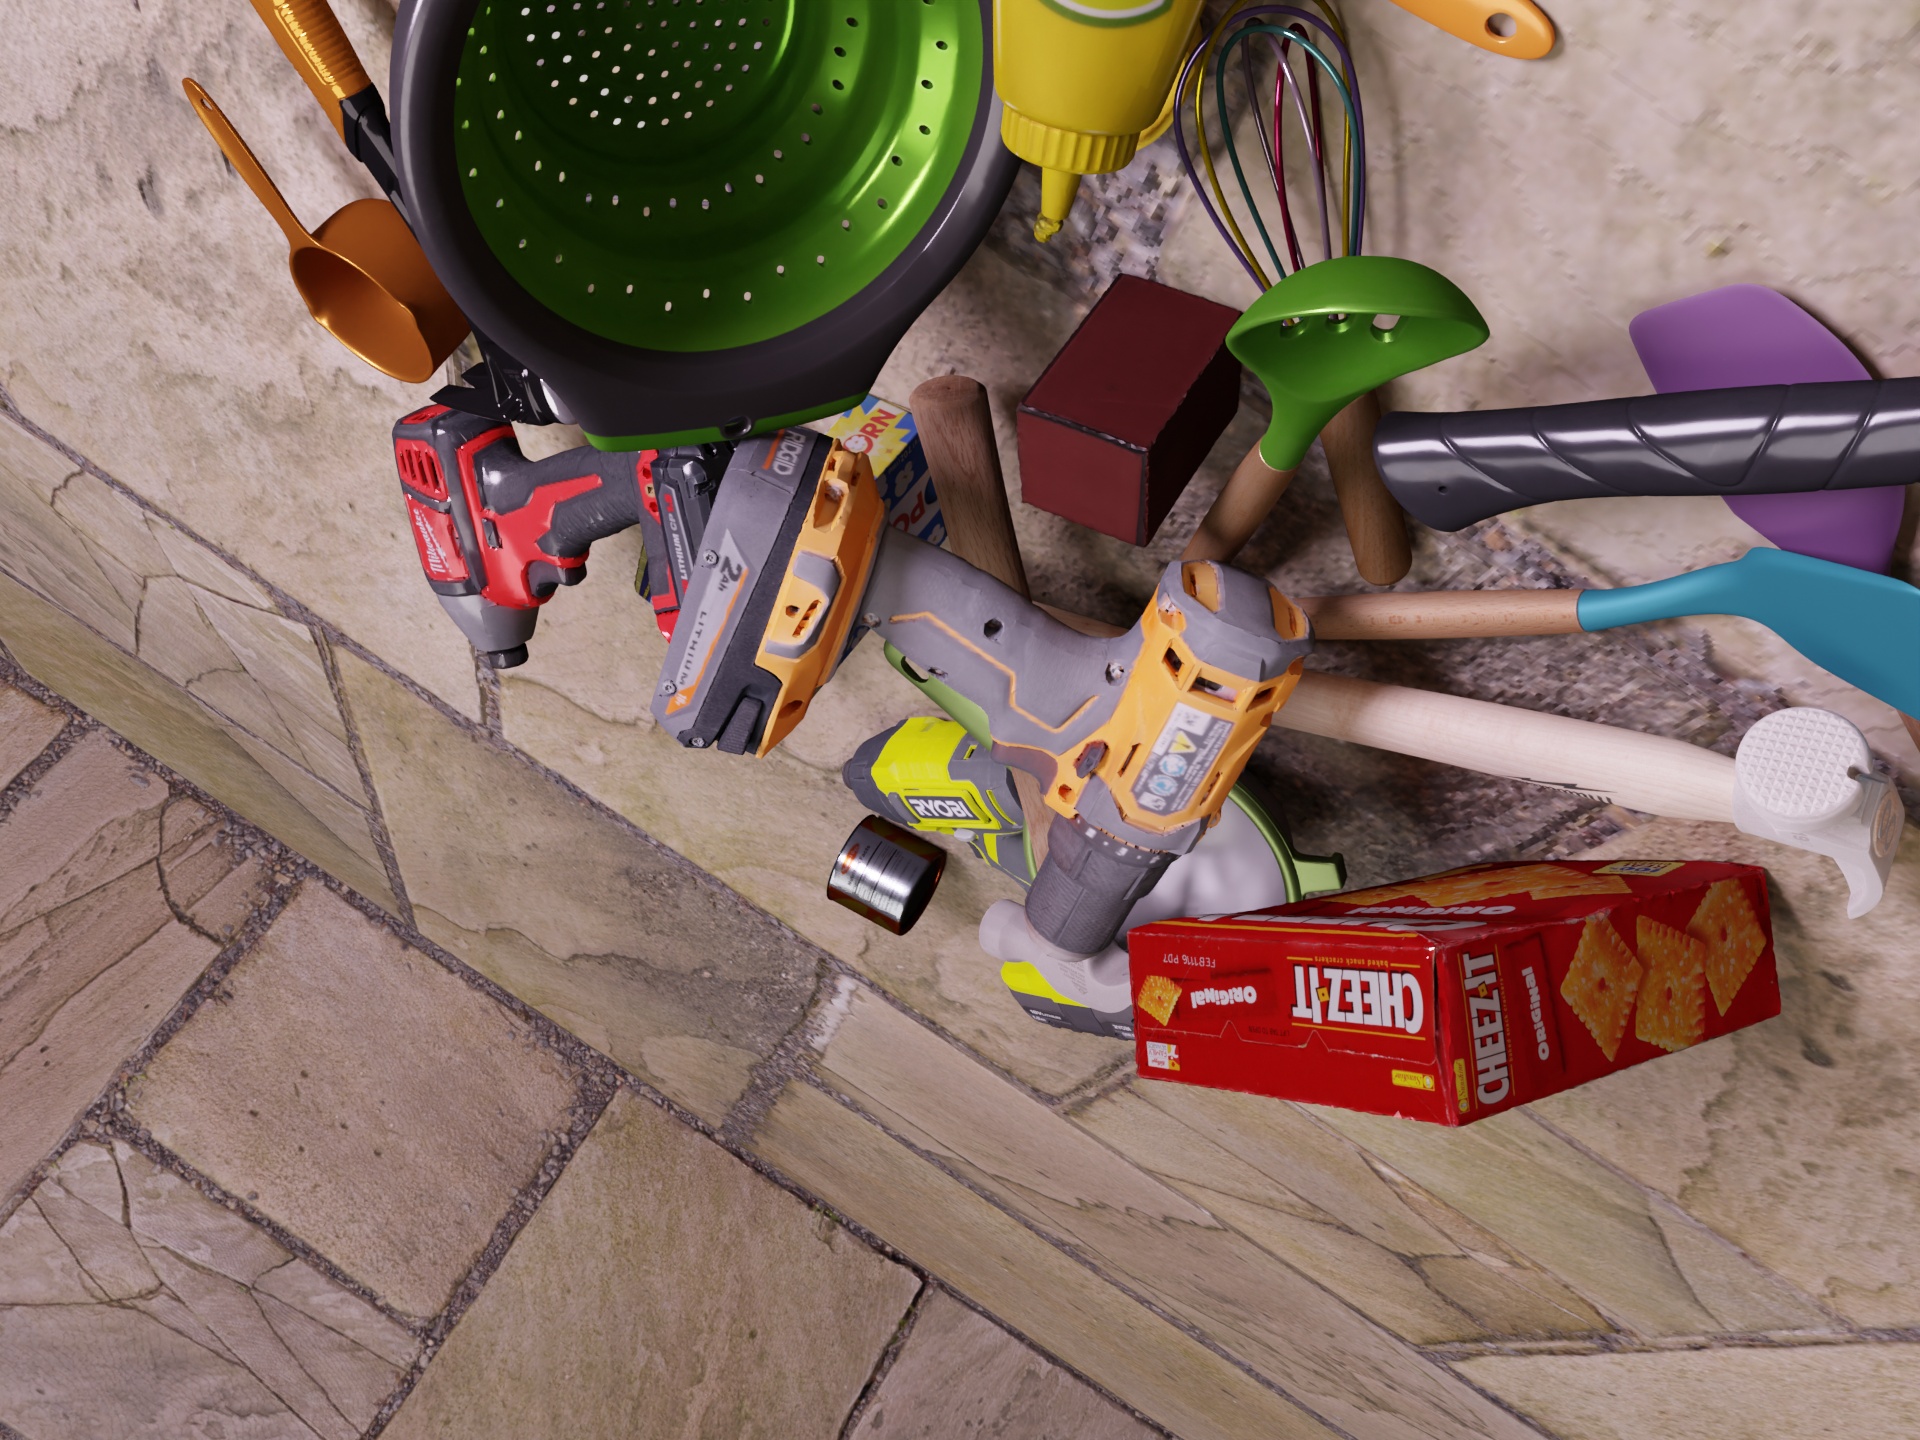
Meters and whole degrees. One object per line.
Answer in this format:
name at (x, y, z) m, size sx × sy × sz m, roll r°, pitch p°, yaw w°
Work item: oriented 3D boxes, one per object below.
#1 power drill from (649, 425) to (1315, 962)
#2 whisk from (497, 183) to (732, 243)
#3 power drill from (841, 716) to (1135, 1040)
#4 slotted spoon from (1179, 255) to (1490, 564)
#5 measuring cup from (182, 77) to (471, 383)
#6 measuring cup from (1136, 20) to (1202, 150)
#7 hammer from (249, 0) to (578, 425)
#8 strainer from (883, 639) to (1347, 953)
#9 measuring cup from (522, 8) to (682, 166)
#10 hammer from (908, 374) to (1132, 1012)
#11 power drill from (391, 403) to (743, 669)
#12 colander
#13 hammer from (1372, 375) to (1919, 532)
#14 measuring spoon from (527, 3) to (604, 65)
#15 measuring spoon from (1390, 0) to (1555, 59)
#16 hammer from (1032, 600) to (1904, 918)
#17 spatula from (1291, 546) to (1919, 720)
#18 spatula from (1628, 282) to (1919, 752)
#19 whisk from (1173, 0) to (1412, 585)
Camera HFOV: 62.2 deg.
power drill at (-0.001, -0.002, 0.625) m, size 0.226 × 0.084 × 0.185 m, roll 19°, pitch 123°, yaw -7°
whisk at (-0.179, -0.223, 0.700) m, size 0.239 × 0.055 × 0.055 m, roll 18°, pitch 150°, yaw 38°
power drill at (0.034, 0.089, 0.957) m, size 0.171 × 0.080 × 0.223 m, roll -3°, pitch 133°, yaw 50°
slotted spoon at (0.103, -0.086, 0.555) m, size 0.070 × 0.031 × 0.313 m, roll 2°, pitch 168°, yaw -2°
measuring cup at (-0.308, -0.251, 0.790) m, size 0.095 × 0.052 × 0.173 m, roll 10°, pitch 144°, yaw 40°
measuring cup at (0.038, -0.241, 0.450) m, size 0.062 × 0.029 × 0.156 m, roll 11°, pitch 135°, yaw 24°
hammer at (-0.268, -0.275, 0.672) m, size 0.127 × 0.034 × 0.336 m, roll 16°, pitch 141°, yaw 46°
strainer at (0.072, 0.029, 0.817) m, size 0.256 × 0.069 × 0.151 m, roll 41°, pitch 132°, yaw 8°
measuring cup at (-0.150, -0.270, 0.573) m, size 0.167 × 0.038 × 0.083 m, roll 47°, pitch 152°, yaw -13°
hammer at (0.032, 0.003, 0.720) m, size 0.130 × 0.031 × 0.331 m, roll 19°, pitch 136°, yaw 42°
power drill at (-0.185, -0.088, 0.800) m, size 0.220 × 0.078 × 0.143 m, roll 6°, pitch 116°, yaw 29°
colander at (-0.073, -0.265, 0.447) m, size 0.095 × 0.204 × 0.396 m, roll 58°, pitch 152°, yaw 36°
hammer at (0.295, -0.078, 0.393) m, size 0.409 × 0.036 × 0.149 m, roll 4°, pitch 140°, yaw 41°
measuring spoon at (-0.150, -0.272, 0.609) m, size 0.124 × 0.018 × 0.034 m, roll -3°, pitch 136°, yaw 52°
measuring spoon at (0.107, -0.208, 0.431) m, size 0.117 × 0.011 × 0.021 m, roll 31°, pitch 154°, yaw 6°
hammer at (0.161, -0.002, 0.666) m, size 0.411 × 0.038 × 0.146 m, roll 15°, pitch 170°, yaw 39°
spatula at (0.202, -0.032, 0.587) m, size 0.318 × 0.044 × 0.082 m, roll 2°, pitch 148°, yaw 50°
spatula at (0.311, -0.017, 0.519) m, size 0.315 × 0.018 × 0.060 m, roll 47°, pitch 152°, yaw -24°
whisk at (0.124, -0.128, 0.522) m, size 0.051 × 0.047 × 0.244 m, roll 14°, pitch 153°, yaw 33°
